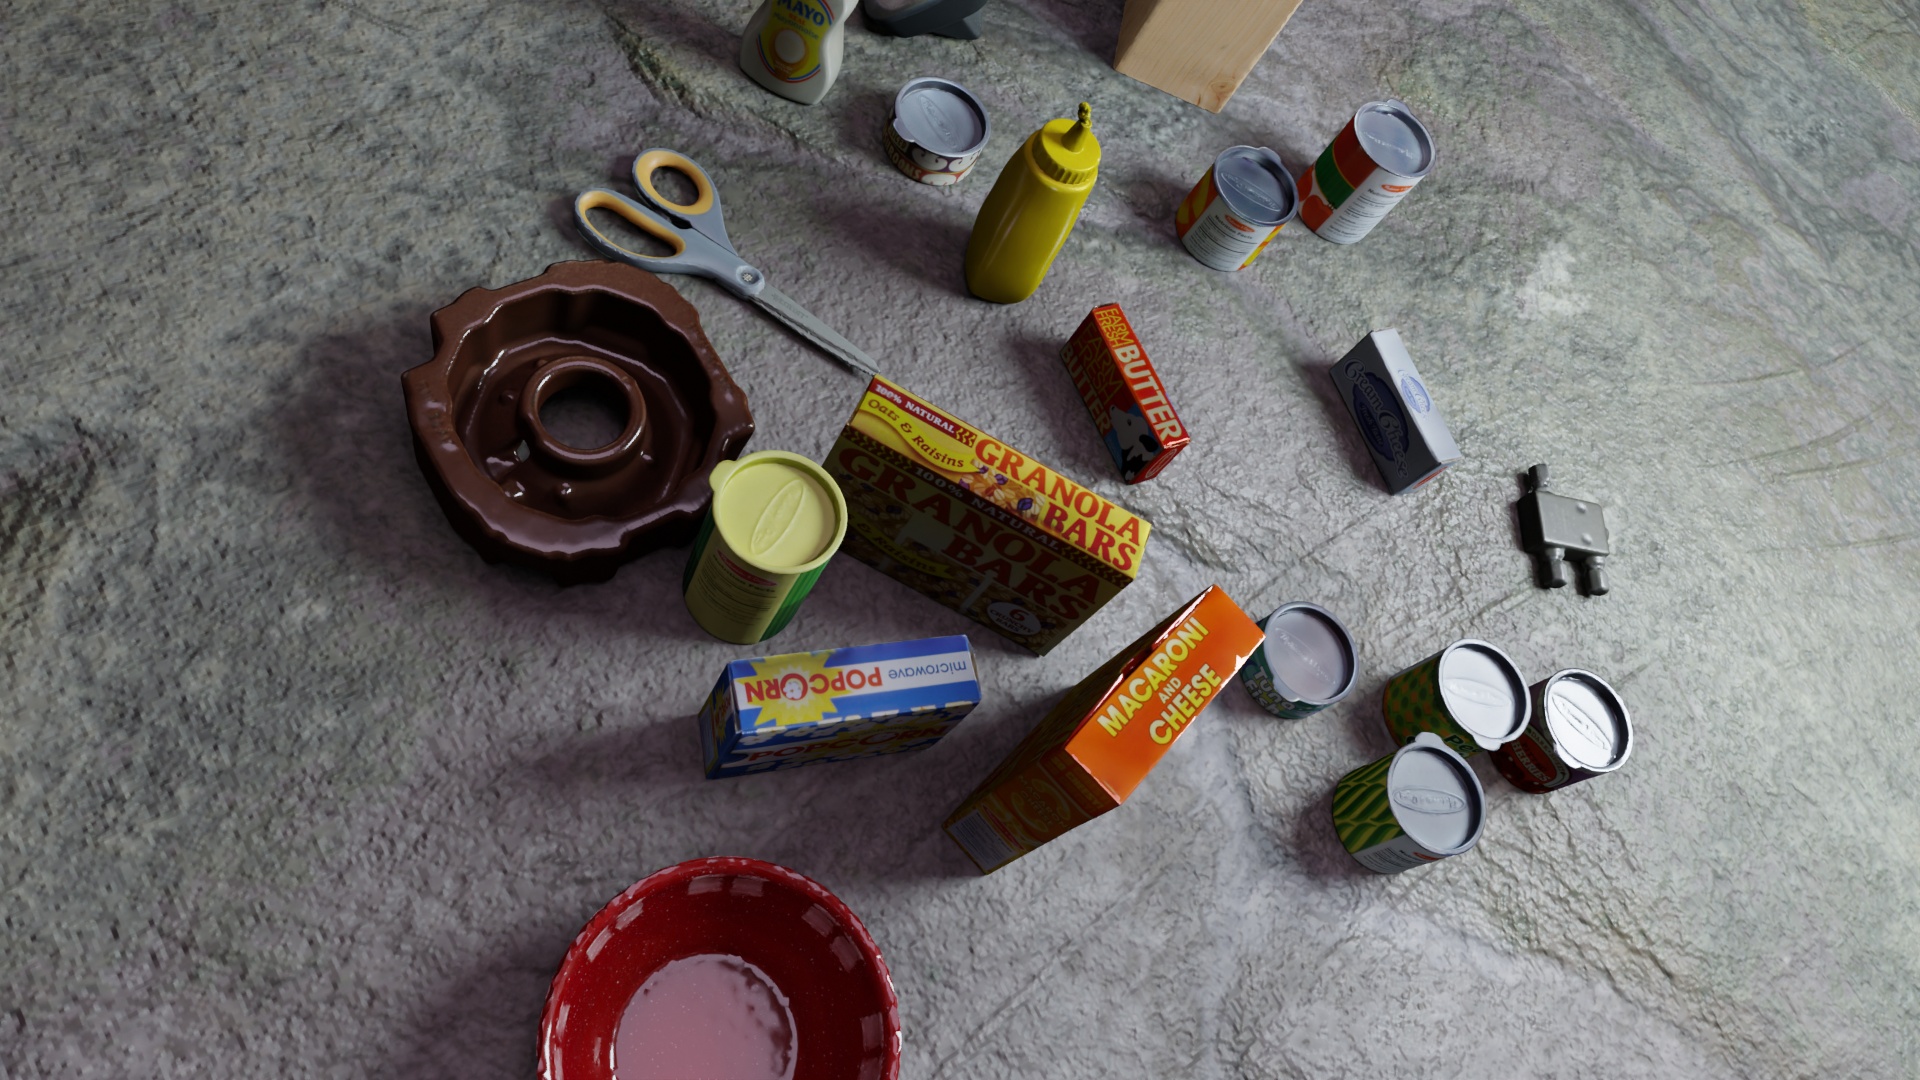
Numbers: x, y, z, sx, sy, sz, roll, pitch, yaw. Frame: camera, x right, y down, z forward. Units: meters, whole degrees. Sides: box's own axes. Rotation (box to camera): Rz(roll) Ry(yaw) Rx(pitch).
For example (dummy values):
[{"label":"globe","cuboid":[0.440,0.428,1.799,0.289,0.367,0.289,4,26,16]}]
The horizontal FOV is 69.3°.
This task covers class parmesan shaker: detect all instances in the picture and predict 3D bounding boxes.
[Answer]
[{"label":"parmesan shaker","cuboid":[-0.106,0.004,0.716,0.071,0.102,0.071,8,64,-17]}]

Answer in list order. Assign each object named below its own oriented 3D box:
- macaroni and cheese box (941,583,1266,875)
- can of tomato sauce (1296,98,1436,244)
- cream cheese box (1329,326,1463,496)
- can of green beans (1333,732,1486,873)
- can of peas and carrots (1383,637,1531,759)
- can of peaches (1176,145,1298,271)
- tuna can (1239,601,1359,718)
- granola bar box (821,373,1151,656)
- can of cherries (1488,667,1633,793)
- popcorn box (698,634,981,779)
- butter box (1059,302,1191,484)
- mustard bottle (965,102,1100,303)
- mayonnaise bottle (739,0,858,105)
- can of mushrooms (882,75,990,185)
[{"label":"macaroni and cheese box","cuboid":[0.067,0.099,0.700,0.040,0.165,0.124,46,59,4]},{"label":"can of tomato sauce","cuboid":[0.291,-0.267,1.006,0.071,0.082,0.071,8,64,-17]},{"label":"cream cheese box","cuboid":[0.293,-0.087,0.939,0.024,0.053,0.104,-14,72,-26]},{"label":"can of green beans","cuboid":[0.261,0.156,0.810,0.071,0.057,0.071,8,64,-17]},{"label":"can of peas and carrots","cuboid":[0.304,0.102,0.851,0.071,0.058,0.071,8,64,-17]},{"label":"can of peaches","cuboid":[0.192,-0.231,0.966,0.071,0.057,0.071,8,64,-17]},{"label":"tuna can","cuboid":[0.203,0.075,0.841,0.071,0.032,0.071,8,64,-17]},{"label":"granola bar box","cuboid":[0.003,-0.009,0.751,0.165,0.123,0.039,28,60,-7]},{"label":"can of cherries","cuboid":[0.371,0.121,0.869,0.071,0.058,0.072,8,64,-17]},{"label":"popcorn box","cuboid":[-0.062,0.085,0.705,0.127,0.085,0.038,-5,68,-23]},{"label":"butter box","cuboid":[0.102,-0.092,0.869,0.024,0.053,0.103,-17,73,-27]},{"label":"mustard bottle","cuboid":[0.048,-0.207,0.840,0.049,0.159,0.065,11,63,-16]},{"label":"mayonnaise bottle","cuboid":[-0.092,-0.336,0.855,0.065,0.147,0.041,26,60,-8]},{"label":"can of mushrooms","cuboid":[-0.018,-0.270,0.919,0.071,0.033,0.071,8,64,-17]}]
